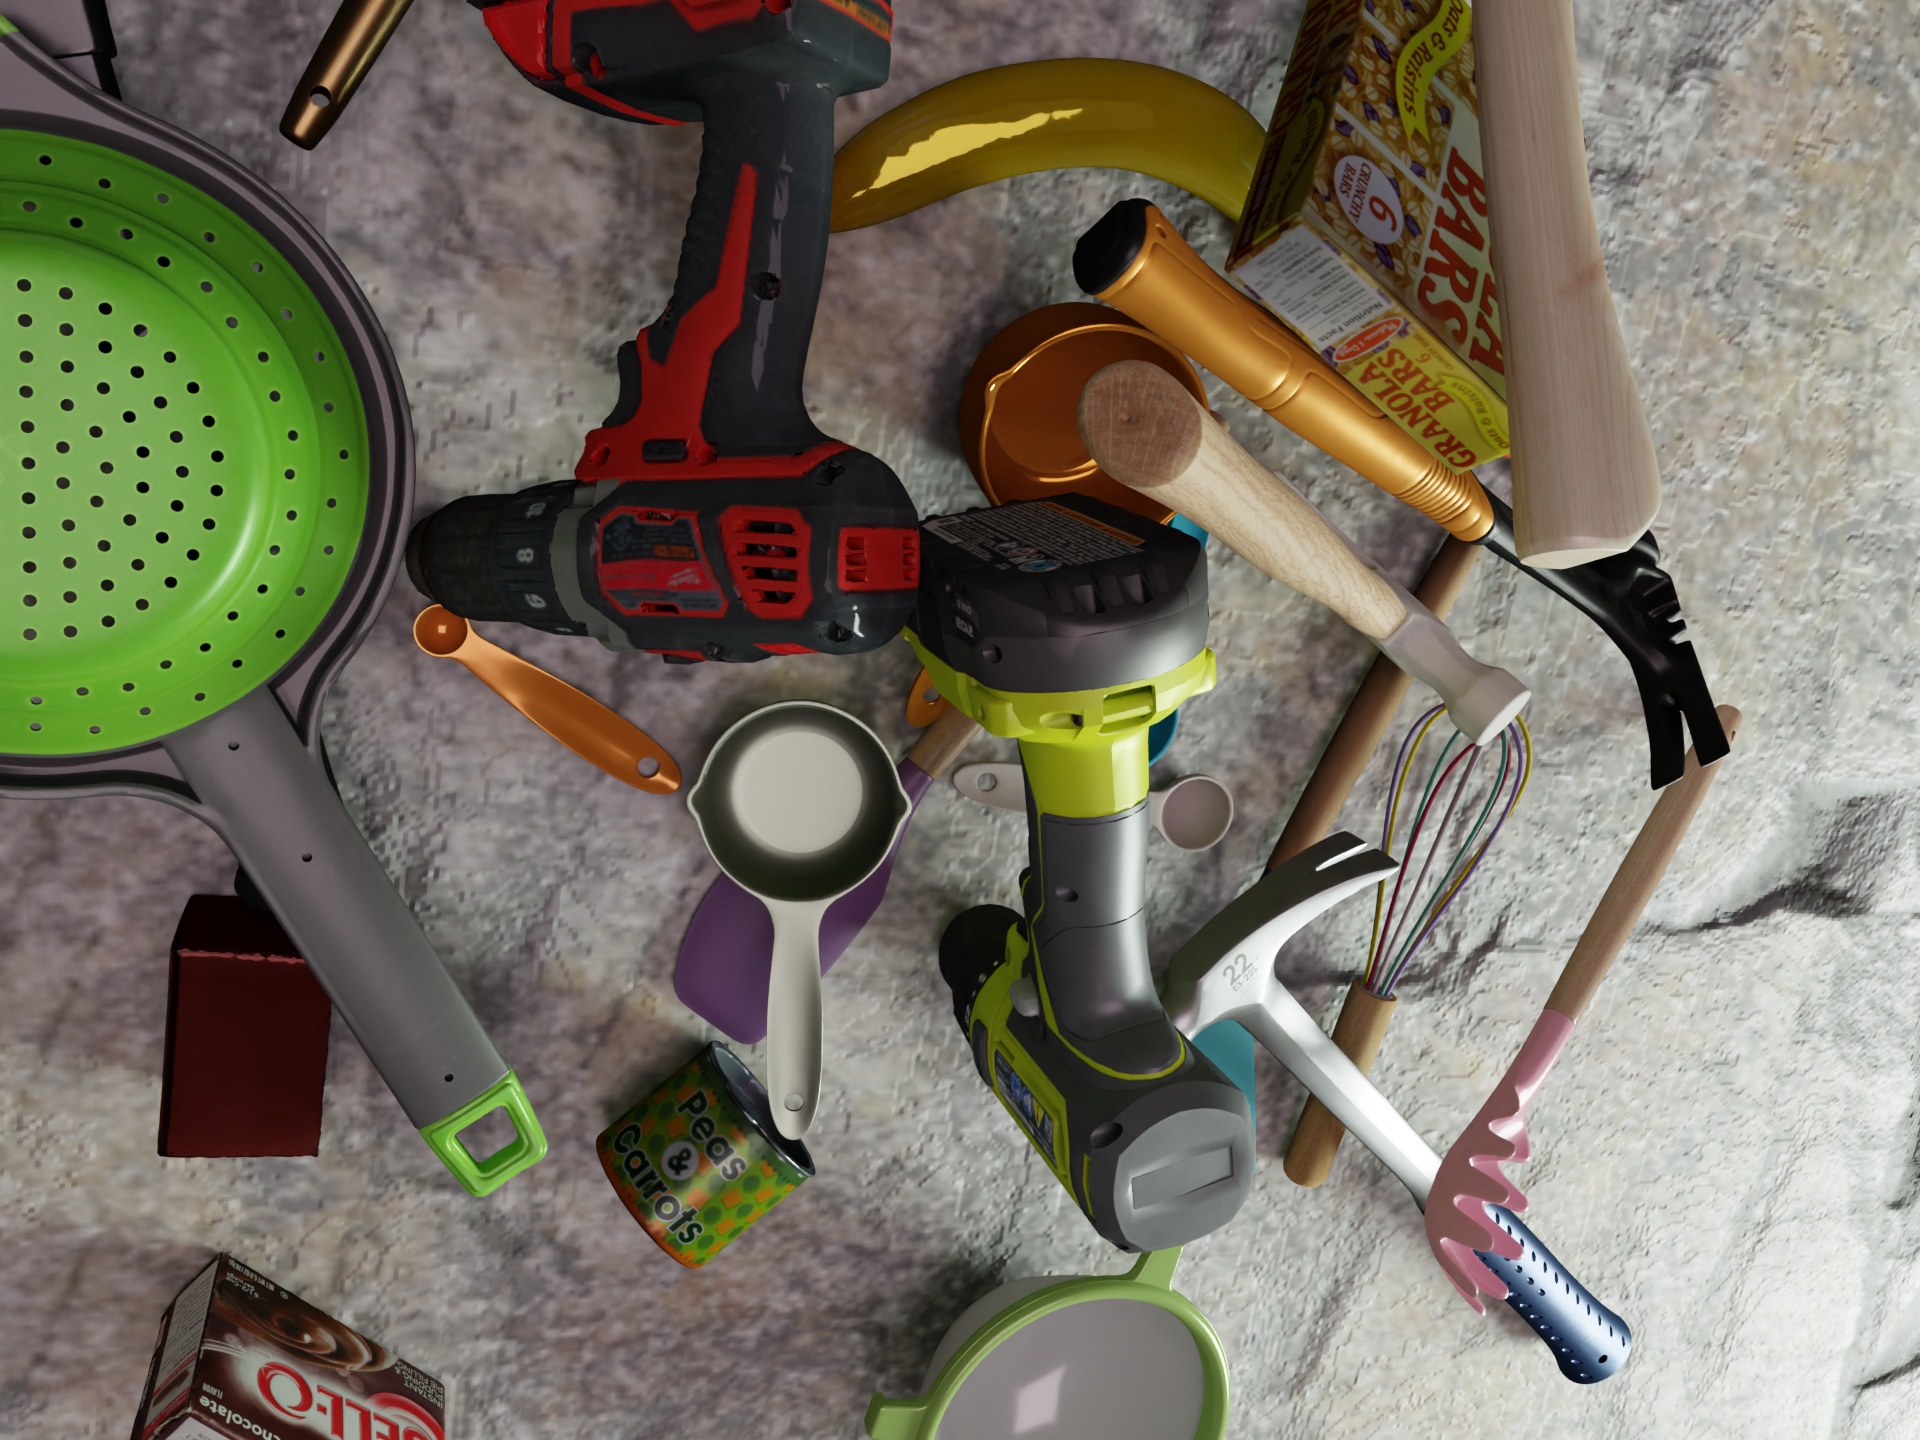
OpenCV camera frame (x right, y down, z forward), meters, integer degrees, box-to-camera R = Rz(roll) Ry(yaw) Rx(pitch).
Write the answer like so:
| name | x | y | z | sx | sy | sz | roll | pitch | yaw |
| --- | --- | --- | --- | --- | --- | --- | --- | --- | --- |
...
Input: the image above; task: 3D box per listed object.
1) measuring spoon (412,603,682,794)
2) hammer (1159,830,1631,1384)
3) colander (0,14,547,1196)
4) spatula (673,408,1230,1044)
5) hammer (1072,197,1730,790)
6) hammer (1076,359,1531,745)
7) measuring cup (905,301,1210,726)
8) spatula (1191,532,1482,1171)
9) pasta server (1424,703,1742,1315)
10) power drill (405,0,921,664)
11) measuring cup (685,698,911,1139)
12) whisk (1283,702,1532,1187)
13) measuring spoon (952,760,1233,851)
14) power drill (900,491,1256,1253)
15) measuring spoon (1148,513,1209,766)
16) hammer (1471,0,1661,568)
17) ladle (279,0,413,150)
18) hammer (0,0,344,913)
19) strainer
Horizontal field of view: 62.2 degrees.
| name | x | y | z | sx | sy | sz | roll | pitch | yaw |
| --- | --- | --- | --- | --- | --- | --- | --- | --- | --- |
| measuring spoon | -0.150 | -0.006 | 0.585 | 0.116 | 0.011 | 0.021 | 38 | 91 | -28 |
| hammer | 0.219 | 0.205 | 0.729 | 0.144 | 0.035 | 0.405 | -47 | 123 | -3 |
| colander | -0.218 | -0.002 | 0.459 | 0.204 | 0.095 | 0.396 | -32 | 113 | -18 |
| spatula | -0.001 | -0.002 | 0.633 | 0.059 | 0.018 | 0.316 | 41 | 90 | -17 |
| hammer | 0.174 | -0.088 | 0.599 | 0.336 | 0.127 | 0.034 | 26 | 136 | -30 |
| hammer | 0.112 | -0.058 | 0.529 | 0.031 | 0.130 | 0.331 | -49 | 157 | 13 |
| measuring cup | 0.021 | -0.078 | 0.606 | 0.095 | 0.052 | 0.173 | 23 | 112 | -25 |
| spatula | 0.160 | 0.049 | 0.690 | 0.082 | 0.044 | 0.317 | 25 | 95 | -32 |
| pasta server | 0.284 | 0.113 | 0.704 | 0.316 | 0.040 | 0.060 | -52 | 138 | -21 |
| power drill | -0.102 | -0.131 | 0.499 | 0.080 | 0.188 | 0.226 | -11 | 103 | -60 |
| measuring cup | -0.062 | 0.074 | 0.607 | 0.083 | 0.038 | 0.167 | 1 | 97 | -5 |
| whisk | 0.200 | 0.105 | 0.722 | 0.047 | 0.051 | 0.245 | 11 | 104 | -28 |
| measuring spoon | 0.055 | 0.031 | 0.667 | 0.124 | 0.018 | 0.034 | 9 | 104 | -15 |
| power drill | 0.029 | 0.043 | 0.557 | 0.080 | 0.191 | 0.228 | -13 | 111 | -17 |
| measuring spoon | 0.077 | -0.042 | 0.645 | 0.042 | 0.021 | 0.128 | 6 | 104 | -33 |
| hammer | 0.180 | -0.256 | 0.535 | 0.146 | 0.038 | 0.411 | 0 | 83 | -19 |
| ladle | -0.120 | -0.309 | 0.481 | 0.069 | 0.031 | 0.315 | 31 | 87 | -24 |
| hammer | -0.246 | -0.087 | 0.513 | 0.146 | 0.035 | 0.334 | -15 | 110 | -14 |
| strainer | 0.057 | 0.345 | 0.725 | 0.151 | 0.069 | 0.256 | -27 | 113 | -13 |
